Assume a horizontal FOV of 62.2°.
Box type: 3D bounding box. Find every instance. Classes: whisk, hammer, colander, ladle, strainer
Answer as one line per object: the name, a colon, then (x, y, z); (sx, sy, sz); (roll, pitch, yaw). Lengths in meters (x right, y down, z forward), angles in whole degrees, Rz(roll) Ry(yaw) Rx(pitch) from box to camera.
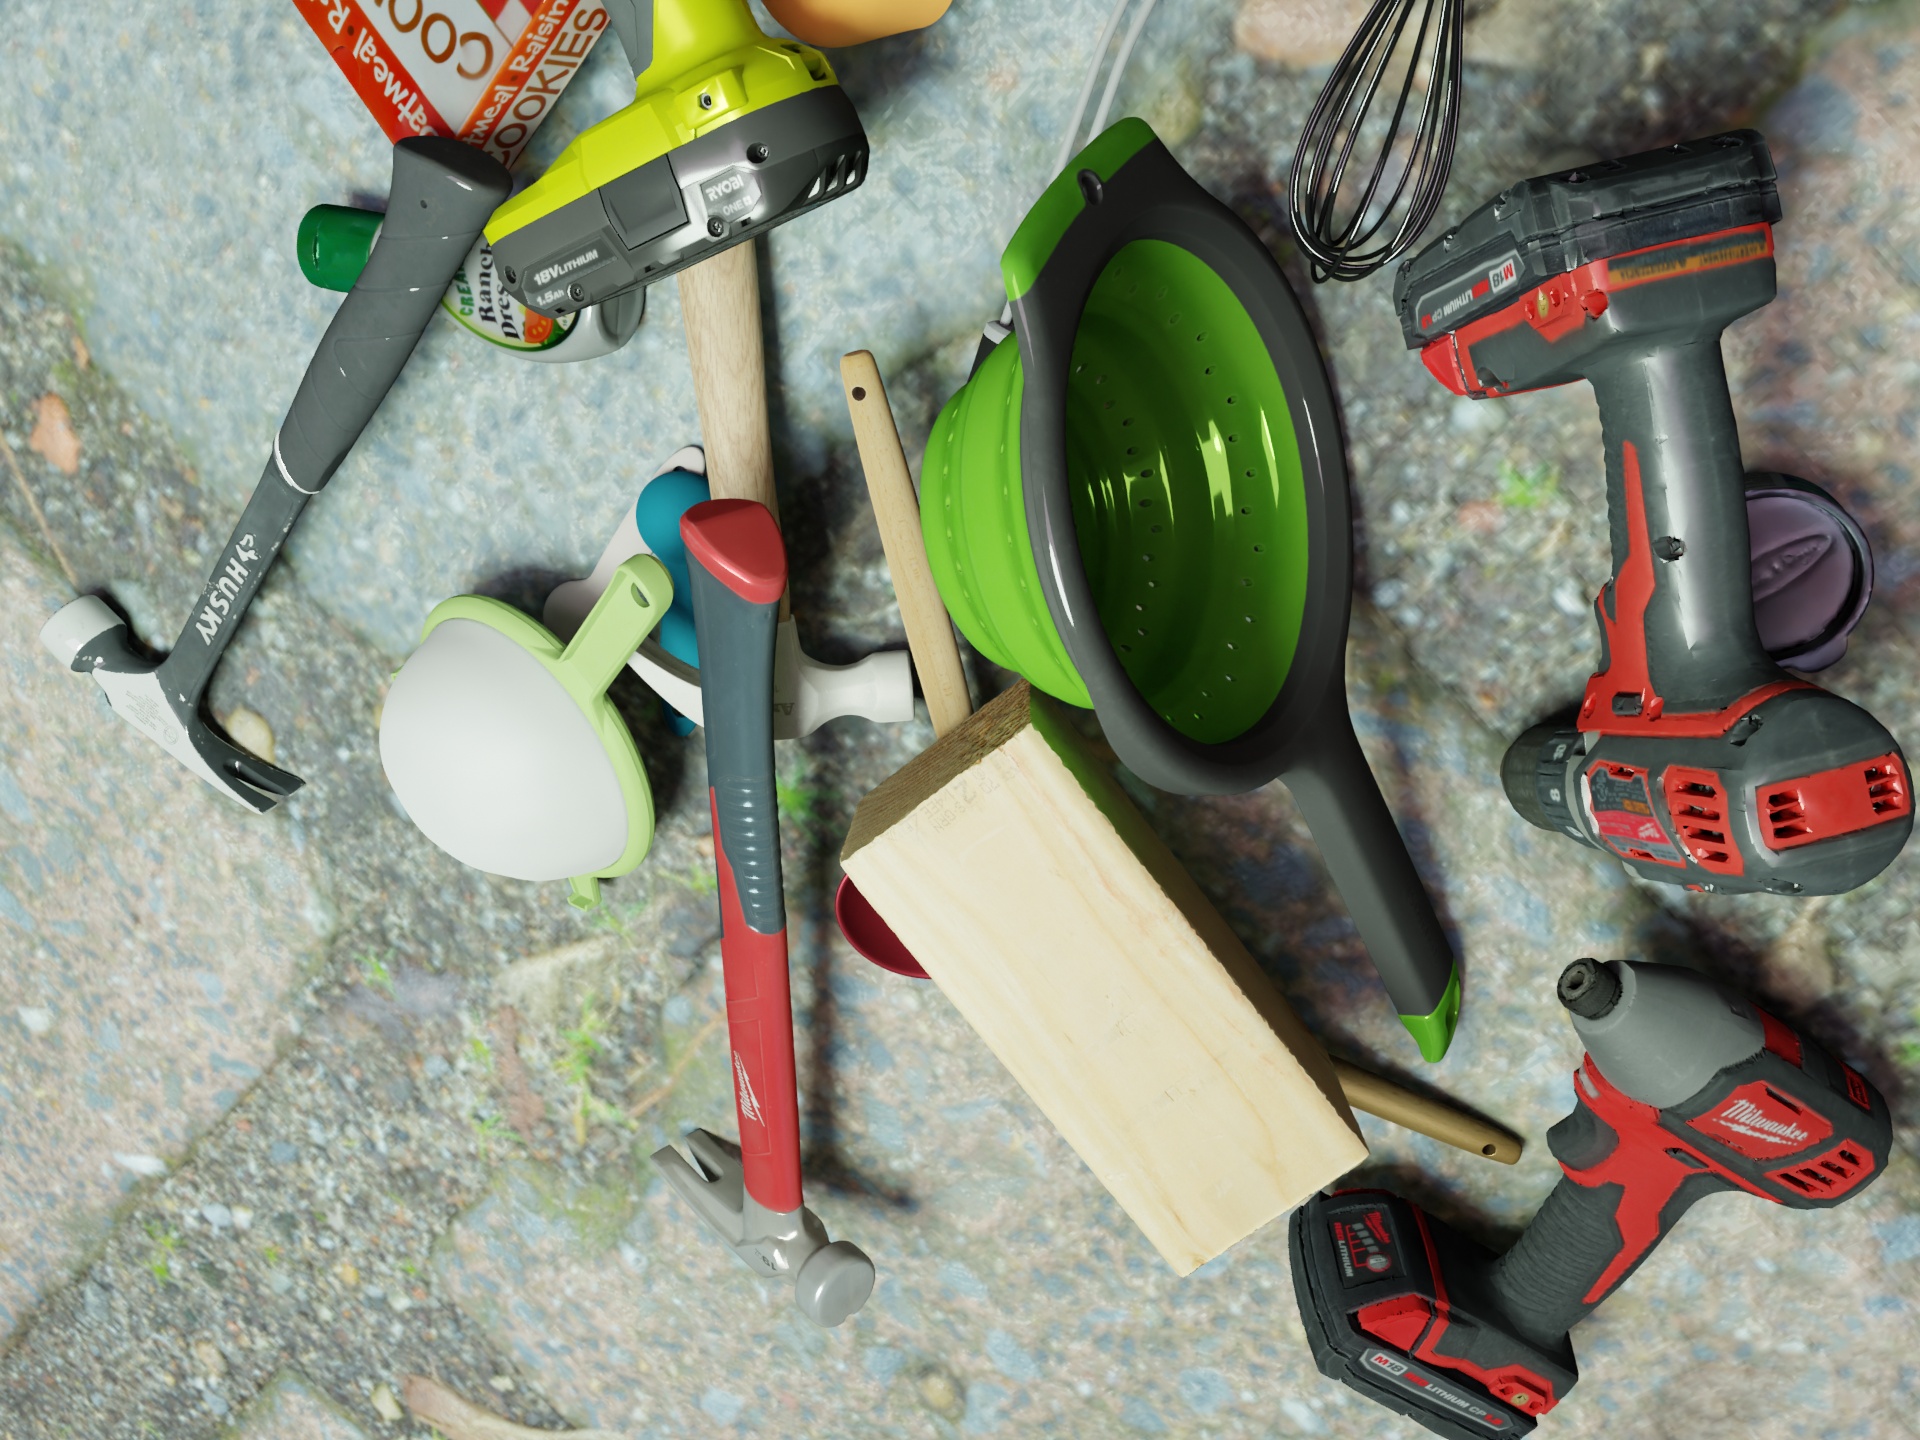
whisk: (0.160, -0.262, 0.523); (0.055, 0.055, 0.239); (19, 112, 11)
hammer: (-0.301, -0.100, 0.715); (0.149, 0.036, 0.409); (45, 128, -4)
hammer: (-0.098, -0.152, 0.650); (0.130, 0.031, 0.331); (-6, 105, -1)
colander: (0.089, -0.013, 0.596); (0.094, 0.205, 0.396); (-5, 128, 39)
hammer: (-0.100, 0.086, 0.698); (0.143, 0.038, 0.386); (26, 127, 41)
ladle: (0.096, 0.125, 0.681); (0.315, 0.031, 0.069); (23, 113, -2)
strainer: (-0.189, 0.004, 0.677); (0.151, 0.069, 0.256); (51, 143, -1)

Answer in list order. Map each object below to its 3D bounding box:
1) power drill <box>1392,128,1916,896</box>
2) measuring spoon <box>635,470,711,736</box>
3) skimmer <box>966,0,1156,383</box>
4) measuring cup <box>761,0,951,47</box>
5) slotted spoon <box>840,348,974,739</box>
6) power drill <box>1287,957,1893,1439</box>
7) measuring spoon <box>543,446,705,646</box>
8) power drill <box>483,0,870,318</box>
power drill: (0.216, -0.056, 0.531); (0.080, 0.188, 0.226); (-14, 92, -5)
measuring spoon: (-0.126, -0.047, 0.714); (0.042, 0.021, 0.128); (4, 115, -2)
skimmer: (0.018, -0.196, 0.572); (0.127, 0.090, 0.363); (38, 123, 31)
measuring cup: (-0.066, -0.318, 0.560); (0.174, 0.052, 0.095); (58, 156, 6)
slotted spoon: (-0.001, -0.002, 0.668); (0.070, 0.031, 0.313); (-7, 115, 19)
power drill: (0.239, 0.188, 0.638); (0.143, 0.079, 0.219); (32, 116, -15)
measuring spoon: (-0.153, -0.076, 0.718); (0.034, 0.018, 0.124); (42, 117, 0)
power drill: (-0.145, -0.260, 0.532); (0.190, 0.080, 0.228); (-16, 108, 26)
